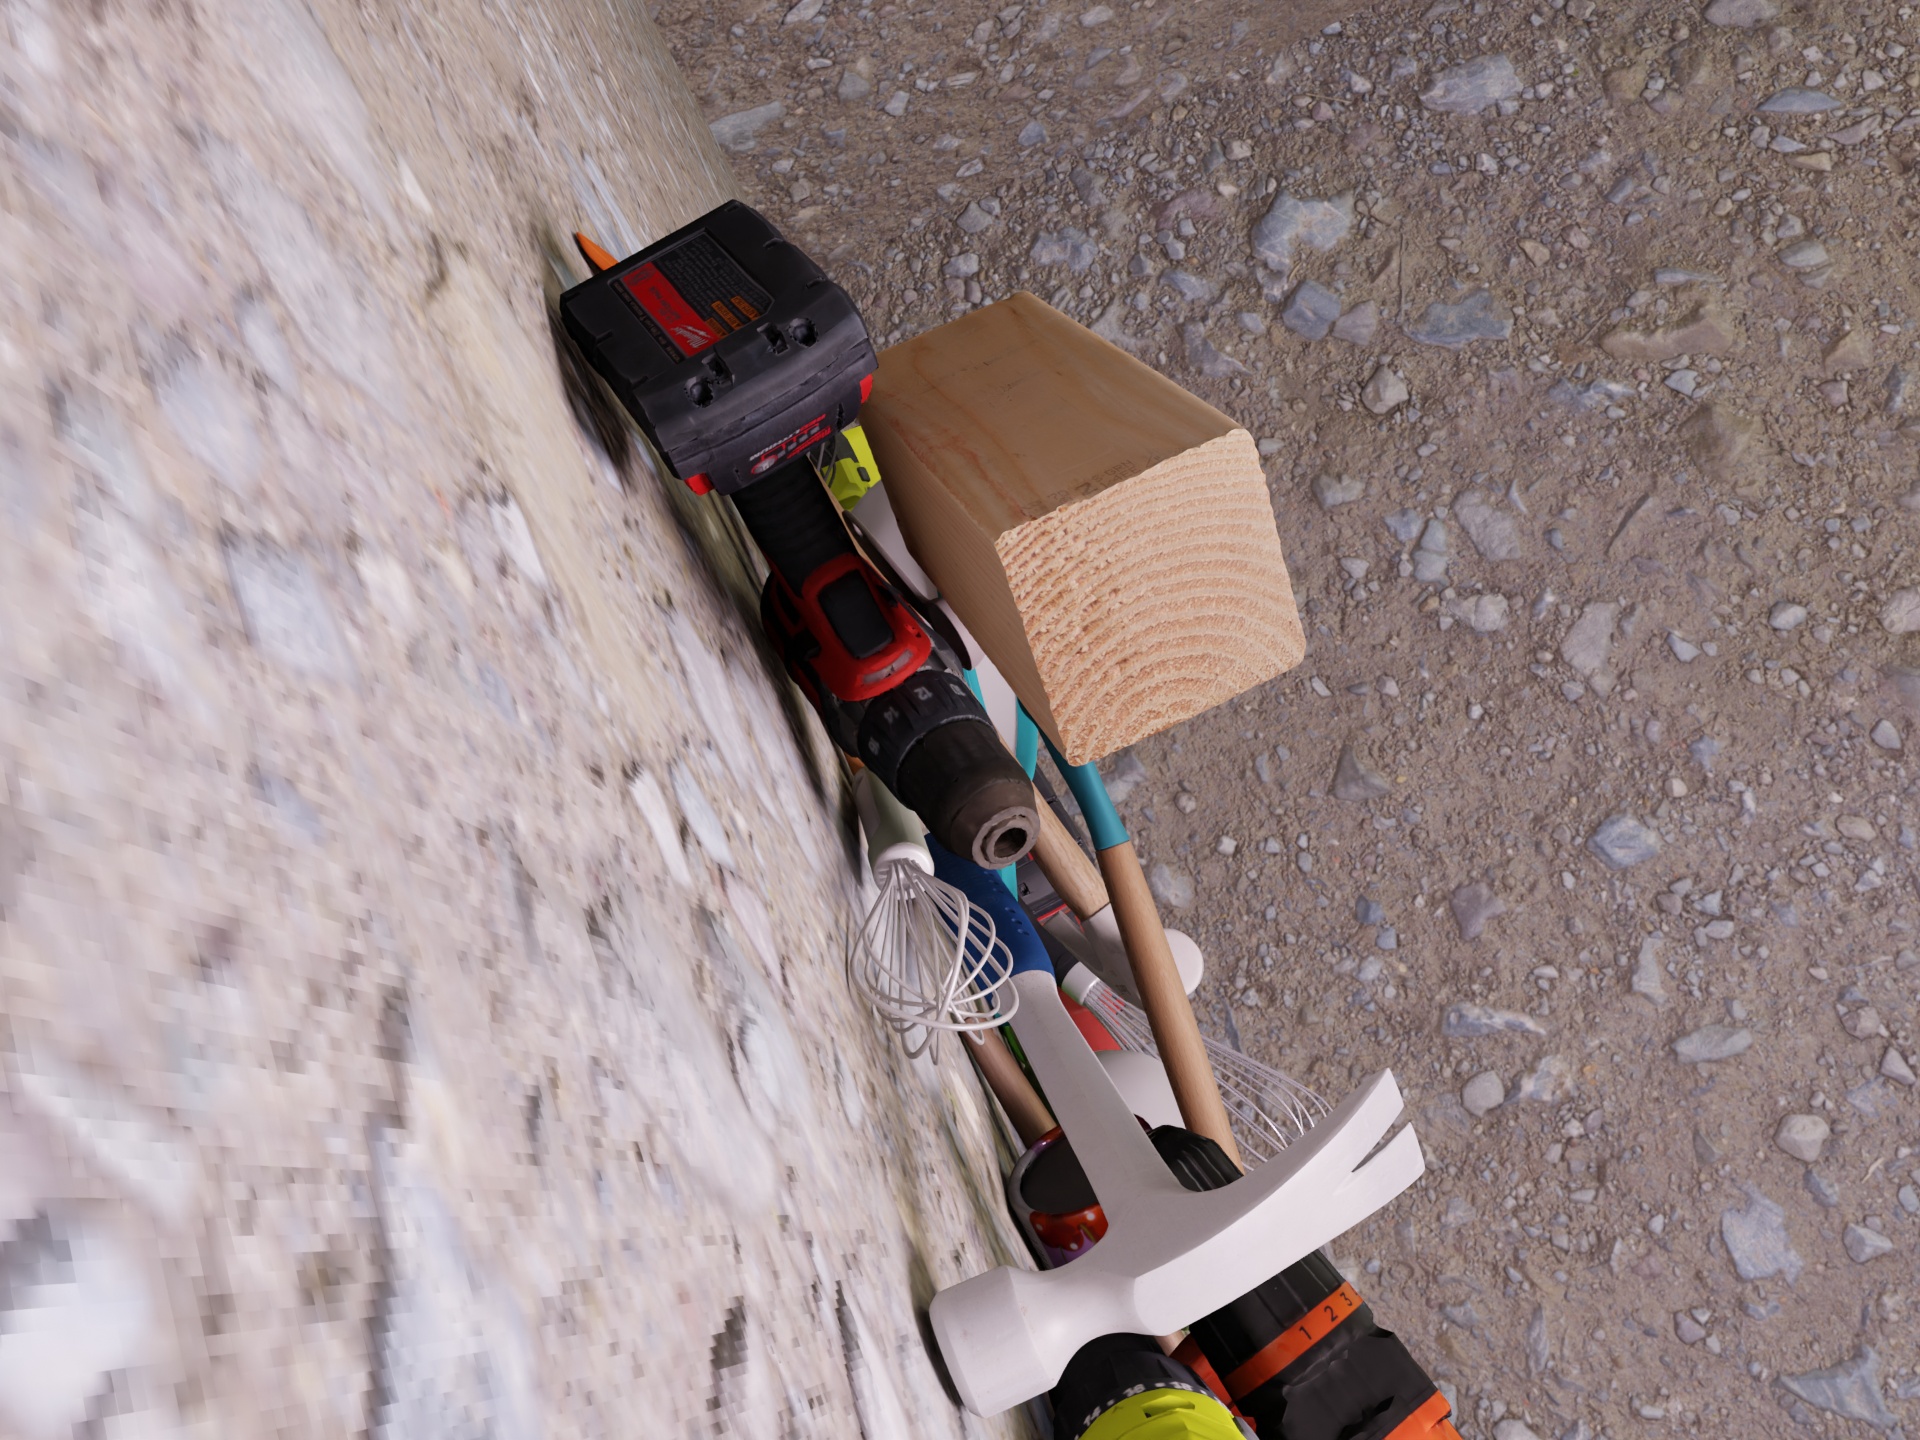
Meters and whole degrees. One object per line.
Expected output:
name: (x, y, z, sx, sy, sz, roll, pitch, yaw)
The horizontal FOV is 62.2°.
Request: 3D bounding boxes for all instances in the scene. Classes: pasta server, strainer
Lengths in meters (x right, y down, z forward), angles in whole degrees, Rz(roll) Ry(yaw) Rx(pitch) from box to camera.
pasta server: (0.093, 0.263, 0.703, 0.316, 0.040, 0.060, 57, -3, 10)
strainer: (-0.018, 0.005, 0.898, 0.210, 0.095, 0.341, 52, 32, -67)
strainer: (0.114, 0.263, 0.821, 0.152, 0.069, 0.256, 39, -26, 57)

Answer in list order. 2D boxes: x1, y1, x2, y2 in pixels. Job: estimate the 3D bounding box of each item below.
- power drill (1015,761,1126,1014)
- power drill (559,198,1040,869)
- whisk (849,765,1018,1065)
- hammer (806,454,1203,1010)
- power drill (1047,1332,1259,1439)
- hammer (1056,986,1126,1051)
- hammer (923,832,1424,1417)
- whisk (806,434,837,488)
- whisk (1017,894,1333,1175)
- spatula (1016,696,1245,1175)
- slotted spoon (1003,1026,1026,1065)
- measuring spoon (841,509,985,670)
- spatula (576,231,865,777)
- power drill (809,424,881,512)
power drill: (0.051, 0.119, 1.114, 0.143, 0.078, 0.219, 60, -4, 36)
power drill: (-0.048, -0.058, 0.597, 0.188, 0.080, 0.226, 51, -11, 44)
whisk: (-0.023, 0.063, 0.630, 0.246, 0.059, 0.057, -118, -141, -71)
hammer: (-0.001, -0.002, 0.765, 0.331, 0.031, 0.130, 55, -11, 7)
power drill: (0.100, 0.300, 0.473, 0.228, 0.080, 0.190, 62, -5, -10)
hammer: (0.130, 0.298, 1.028, 0.149, 0.037, 0.358, -87, 157, -52)
hammer: (0.032, 0.106, 0.607, 0.406, 0.144, 0.035, -130, -162, -75)
whisk: (-0.086, -0.109, 0.876, 0.239, 0.055, 0.055, -105, 170, -50)
whisk: (0.094, 0.166, 0.889, 0.285, 0.070, 0.070, 38, -11, 29)
spatula: (0.080, 0.074, 0.664, 0.044, 0.082, 0.317, -15, 85, -42)
slotted spoon: (0.124, 0.265, 0.875, 0.314, 0.031, 0.070, 48, -23, 6)
measuring spoon: (-0.020, -0.064, 0.702, 0.124, 0.018, 0.034, 49, -15, 43)
spatula: (-0.093, -0.078, 0.746, 0.081, 0.041, 0.322, -88, 157, -82)
power drill: (-0.076, -0.146, 1.098, 0.223, 0.080, 0.171, -60, 126, -83)
